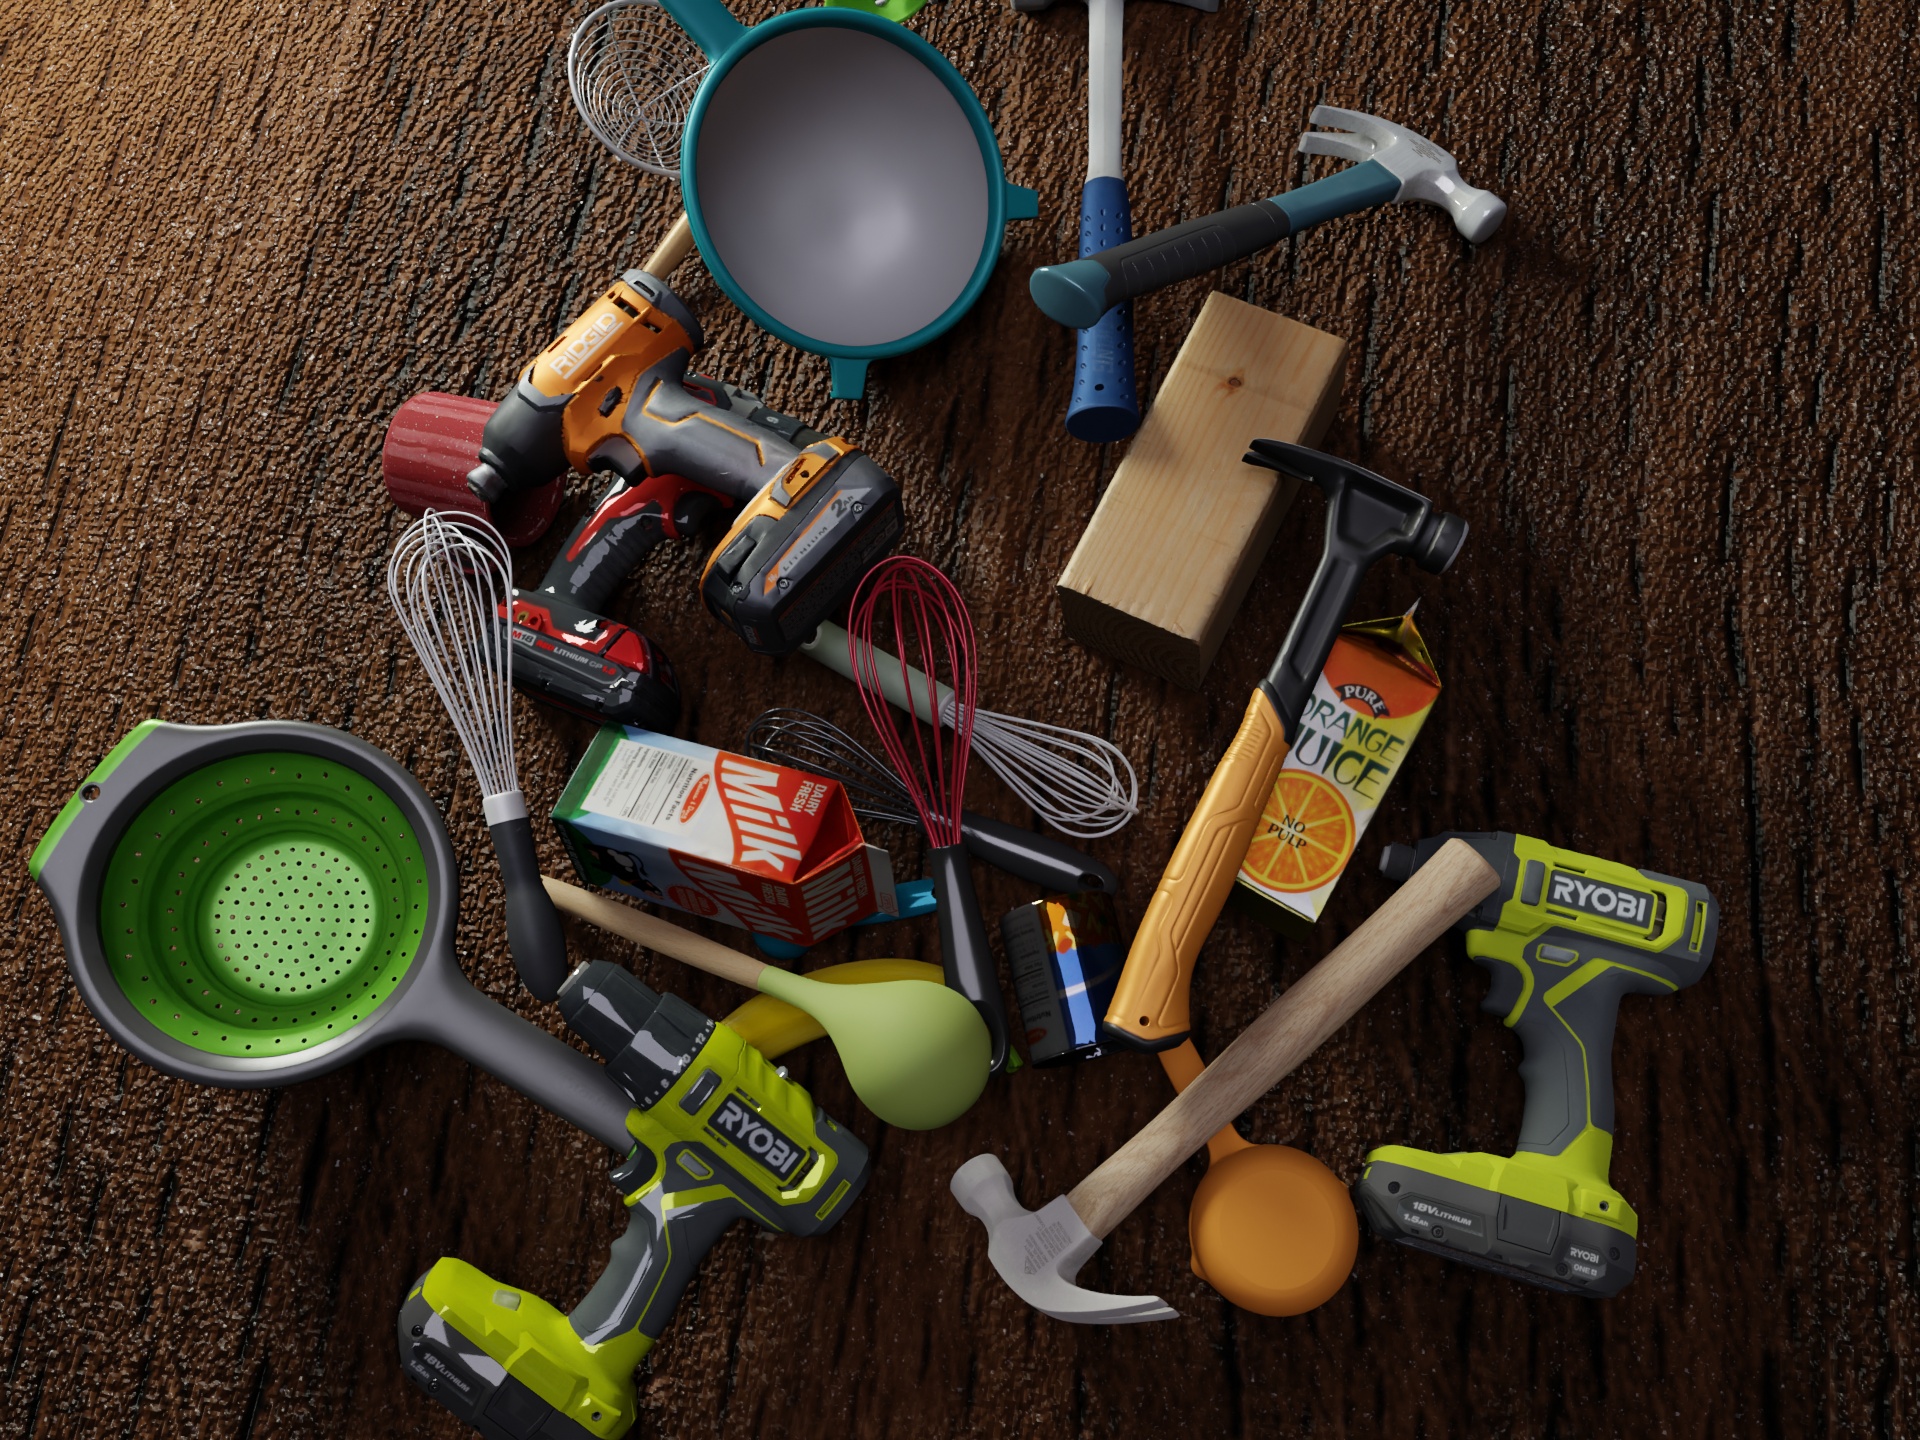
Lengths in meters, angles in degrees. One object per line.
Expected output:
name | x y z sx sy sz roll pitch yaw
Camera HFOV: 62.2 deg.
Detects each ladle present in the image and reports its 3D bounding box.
ladle | -0.125 0.143 0.888 0.320 0.062 0.078 16 55 30

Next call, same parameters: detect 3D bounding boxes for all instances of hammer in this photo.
hammer | 0.179 -0.296 0.952 0.331 0.033 0.128 -27 64 -29
hammer | 0.150 0.014 0.842 0.127 0.034 0.337 25 79 2
hammer | 0.150 0.184 0.828 0.331 0.031 0.130 -42 48 0
hammer | 0.097 -0.347 1.006 0.144 0.035 0.406 0 61 6

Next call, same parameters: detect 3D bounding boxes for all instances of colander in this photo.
colander | -0.323 0.152 0.919 0.397 0.094 0.204 32 71 -3

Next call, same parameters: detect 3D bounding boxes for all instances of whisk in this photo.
whisk | -0.262 0.018 0.887 0.070 0.070 0.285 -15 85 2
whisk | -0.019 0.052 0.930 0.239 0.055 0.055 22 76 8
whisk | -0.010 0.051 0.881 0.073 0.073 0.296 -11 83 3
whisk | -0.001 -0.003 0.944 0.246 0.059 0.058 29 95 19

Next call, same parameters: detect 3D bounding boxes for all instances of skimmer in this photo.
skimmer | -0.080 -0.472 1.057 0.363 0.090 0.127 -21 91 8

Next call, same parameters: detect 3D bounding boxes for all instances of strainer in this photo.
strainer | -0.125 -0.374 0.992 0.340 0.095 0.211 46 77 -18

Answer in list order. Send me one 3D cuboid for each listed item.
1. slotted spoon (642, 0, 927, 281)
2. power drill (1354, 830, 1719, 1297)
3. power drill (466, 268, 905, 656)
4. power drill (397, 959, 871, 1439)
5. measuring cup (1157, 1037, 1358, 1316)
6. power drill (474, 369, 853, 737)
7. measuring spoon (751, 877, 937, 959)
slotted spoon | -0.124 -0.398 1.043 0.313 0.070 0.031 -50 30 11
power drill | 0.291 0.172 0.840 0.171 0.080 0.223 14 71 11
power drill | -0.163 -0.139 0.906 0.226 0.084 0.164 39 76 14
power drill | -0.186 0.259 0.842 0.190 0.080 0.228 41 81 -7
measuring cup | 0.146 0.231 0.847 0.095 0.052 0.174 -27 74 -2
power drill | -0.172 -0.103 0.973 0.188 0.080 0.227 20 77 12
measuring spoon | -0.062 0.109 0.926 0.128 0.021 0.042 -12 72 5
